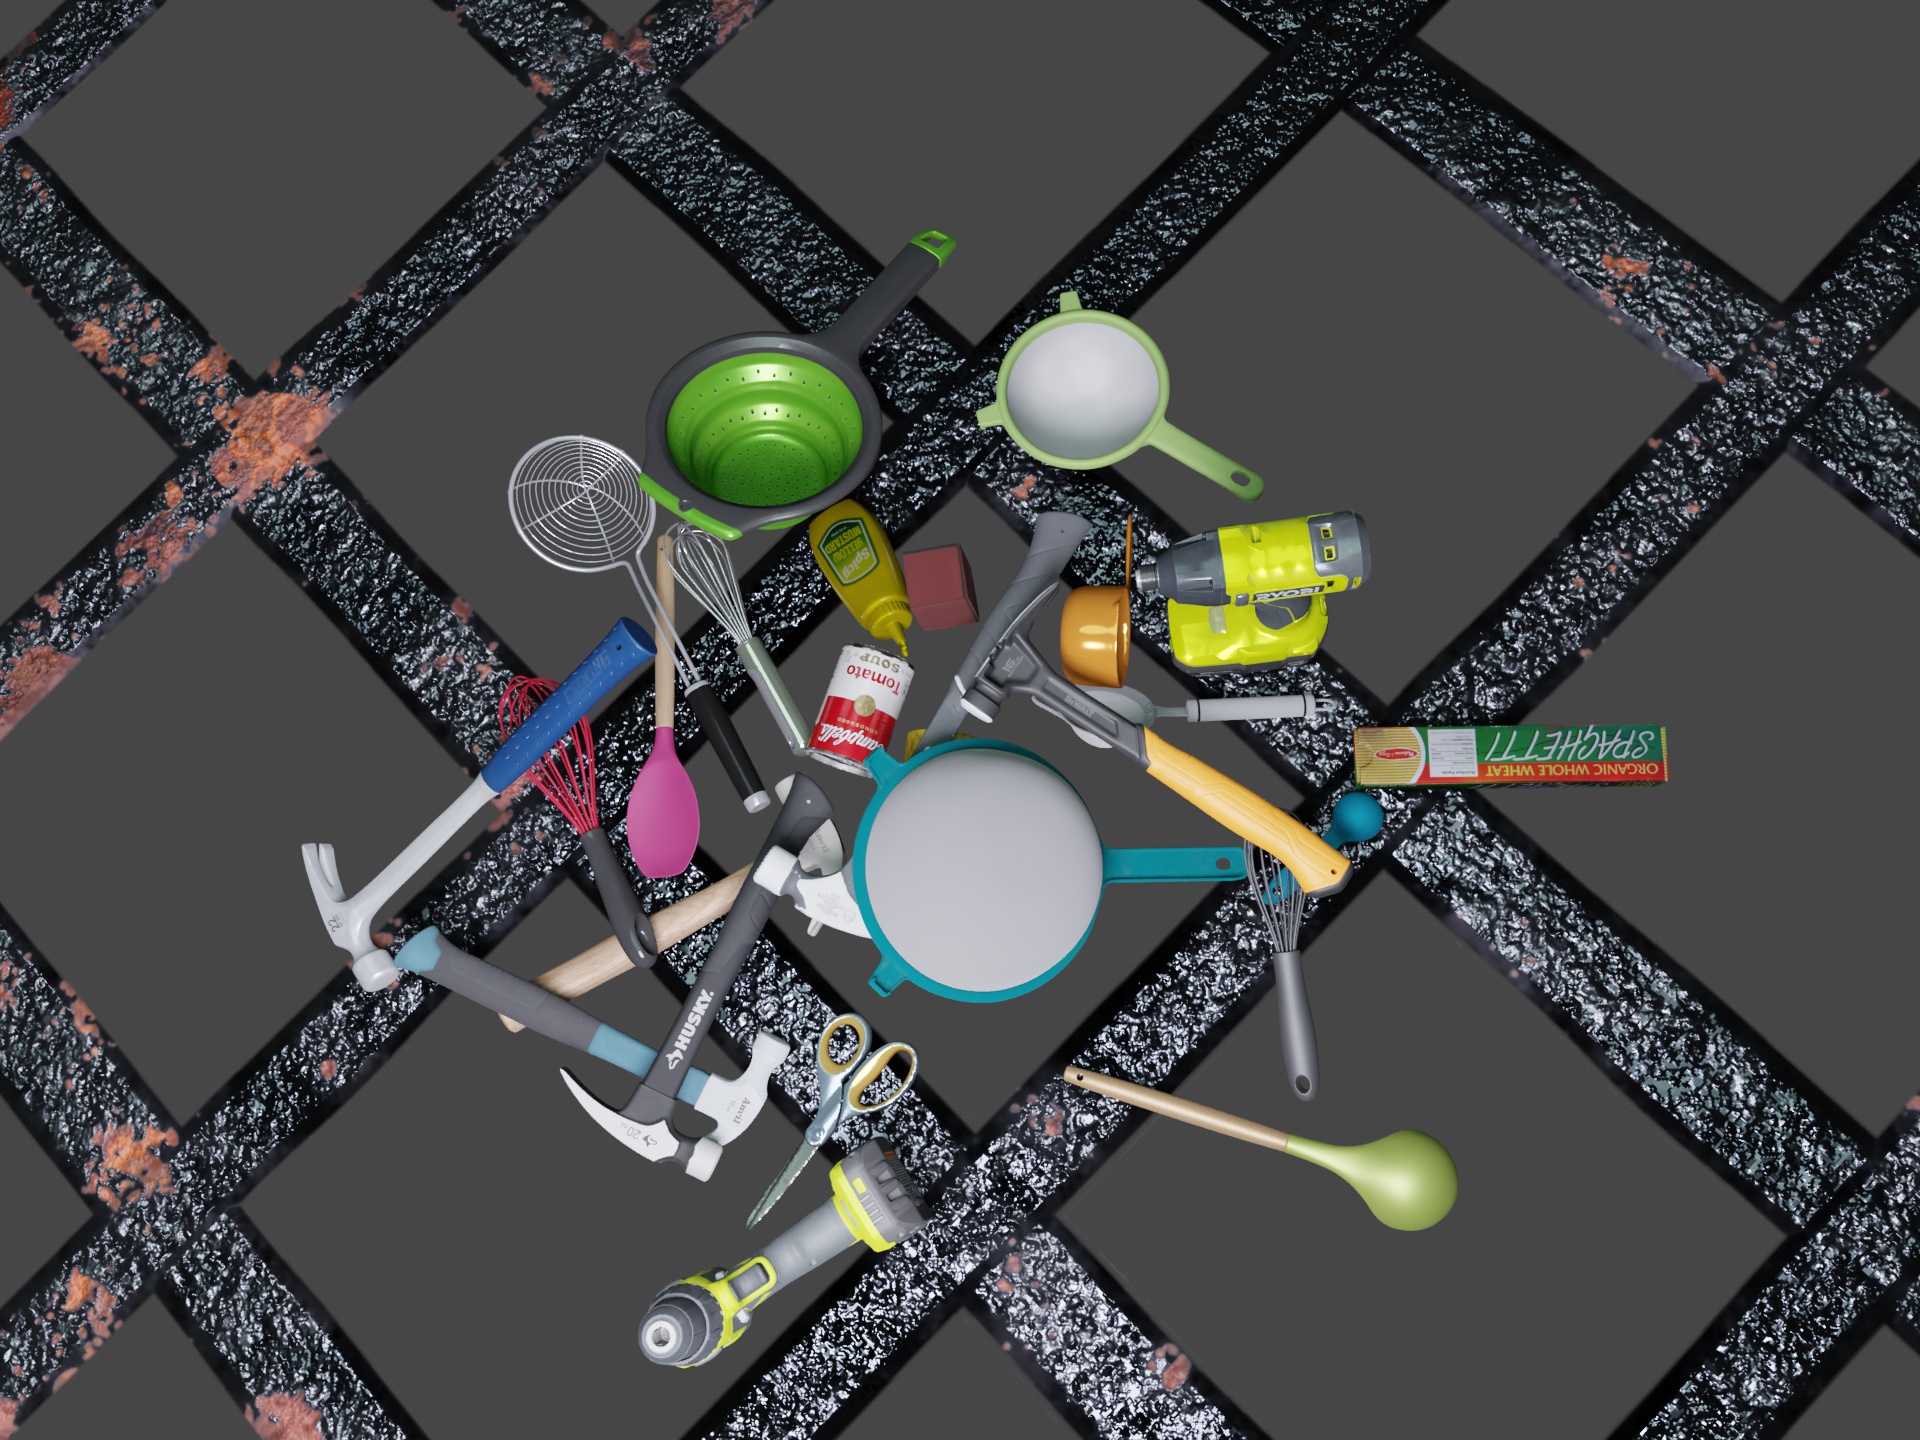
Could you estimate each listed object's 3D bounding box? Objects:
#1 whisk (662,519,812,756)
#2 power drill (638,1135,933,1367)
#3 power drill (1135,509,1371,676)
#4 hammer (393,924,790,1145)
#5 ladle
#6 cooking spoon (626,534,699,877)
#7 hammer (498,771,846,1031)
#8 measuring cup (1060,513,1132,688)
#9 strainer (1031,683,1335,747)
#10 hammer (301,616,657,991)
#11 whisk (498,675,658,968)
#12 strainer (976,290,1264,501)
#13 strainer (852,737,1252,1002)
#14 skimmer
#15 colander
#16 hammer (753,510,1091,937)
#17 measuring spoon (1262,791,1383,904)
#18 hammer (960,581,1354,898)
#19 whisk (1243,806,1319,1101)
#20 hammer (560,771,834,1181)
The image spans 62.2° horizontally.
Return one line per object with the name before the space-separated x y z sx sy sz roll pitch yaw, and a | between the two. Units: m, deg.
whisk | -0.194 -0.074 1.417 0.059 0.057 0.246 -24 78 -30
power drill | -0.140 0.419 1.232 0.228 0.190 0.080 -33 76 -5
power drill | 0.227 -0.101 1.278 0.171 0.223 0.080 -7 77 5
hammer | -0.318 0.259 1.337 0.331 0.033 0.128 26 84 1
ladle | 0.238 0.332 1.283 0.320 0.062 0.078 14 82 17
cooking spoon | -0.262 -0.017 1.414 0.069 0.017 0.319 -8 72 14
hammer | -0.249 0.179 1.376 0.331 0.031 0.130 -29 76 1
measuring cup | 0.120 -0.108 1.376 0.052 0.095 0.174 1 60 12
strainer | 0.190 -0.005 1.357 0.258 0.050 0.087 -3 34 1
hammer | -0.414 0.055 1.365 0.405 0.035 0.144 -42 73 15
whisk | -0.326 0.082 1.377 0.073 0.073 0.296 -28 71 0
strainer | 0.153 -0.255 1.400 0.256 0.069 0.151 33 81 12
strainer | 0.090 0.114 1.255 0.340 0.095 0.211 1 82 -16
skimmer | -0.270 -0.080 1.374 0.127 0.090 0.363 -33 76 14
colander | -0.126 -0.297 1.445 0.204 0.094 0.397 32 65 13
hammer | -0.002 -0.004 1.317 0.149 0.036 0.409 31 77 0
measuring spoon | 0.301 0.108 1.327 0.128 0.021 0.042 -42 77 -3
hammer | 0.171 0.028 1.276 0.337 0.034 0.127 34 84 6
whisk | 0.269 0.190 1.298 0.055 0.055 0.239 -7 85 6
hammer | -0.199 0.195 1.317 0.146 0.035 0.335 27 78 -3
